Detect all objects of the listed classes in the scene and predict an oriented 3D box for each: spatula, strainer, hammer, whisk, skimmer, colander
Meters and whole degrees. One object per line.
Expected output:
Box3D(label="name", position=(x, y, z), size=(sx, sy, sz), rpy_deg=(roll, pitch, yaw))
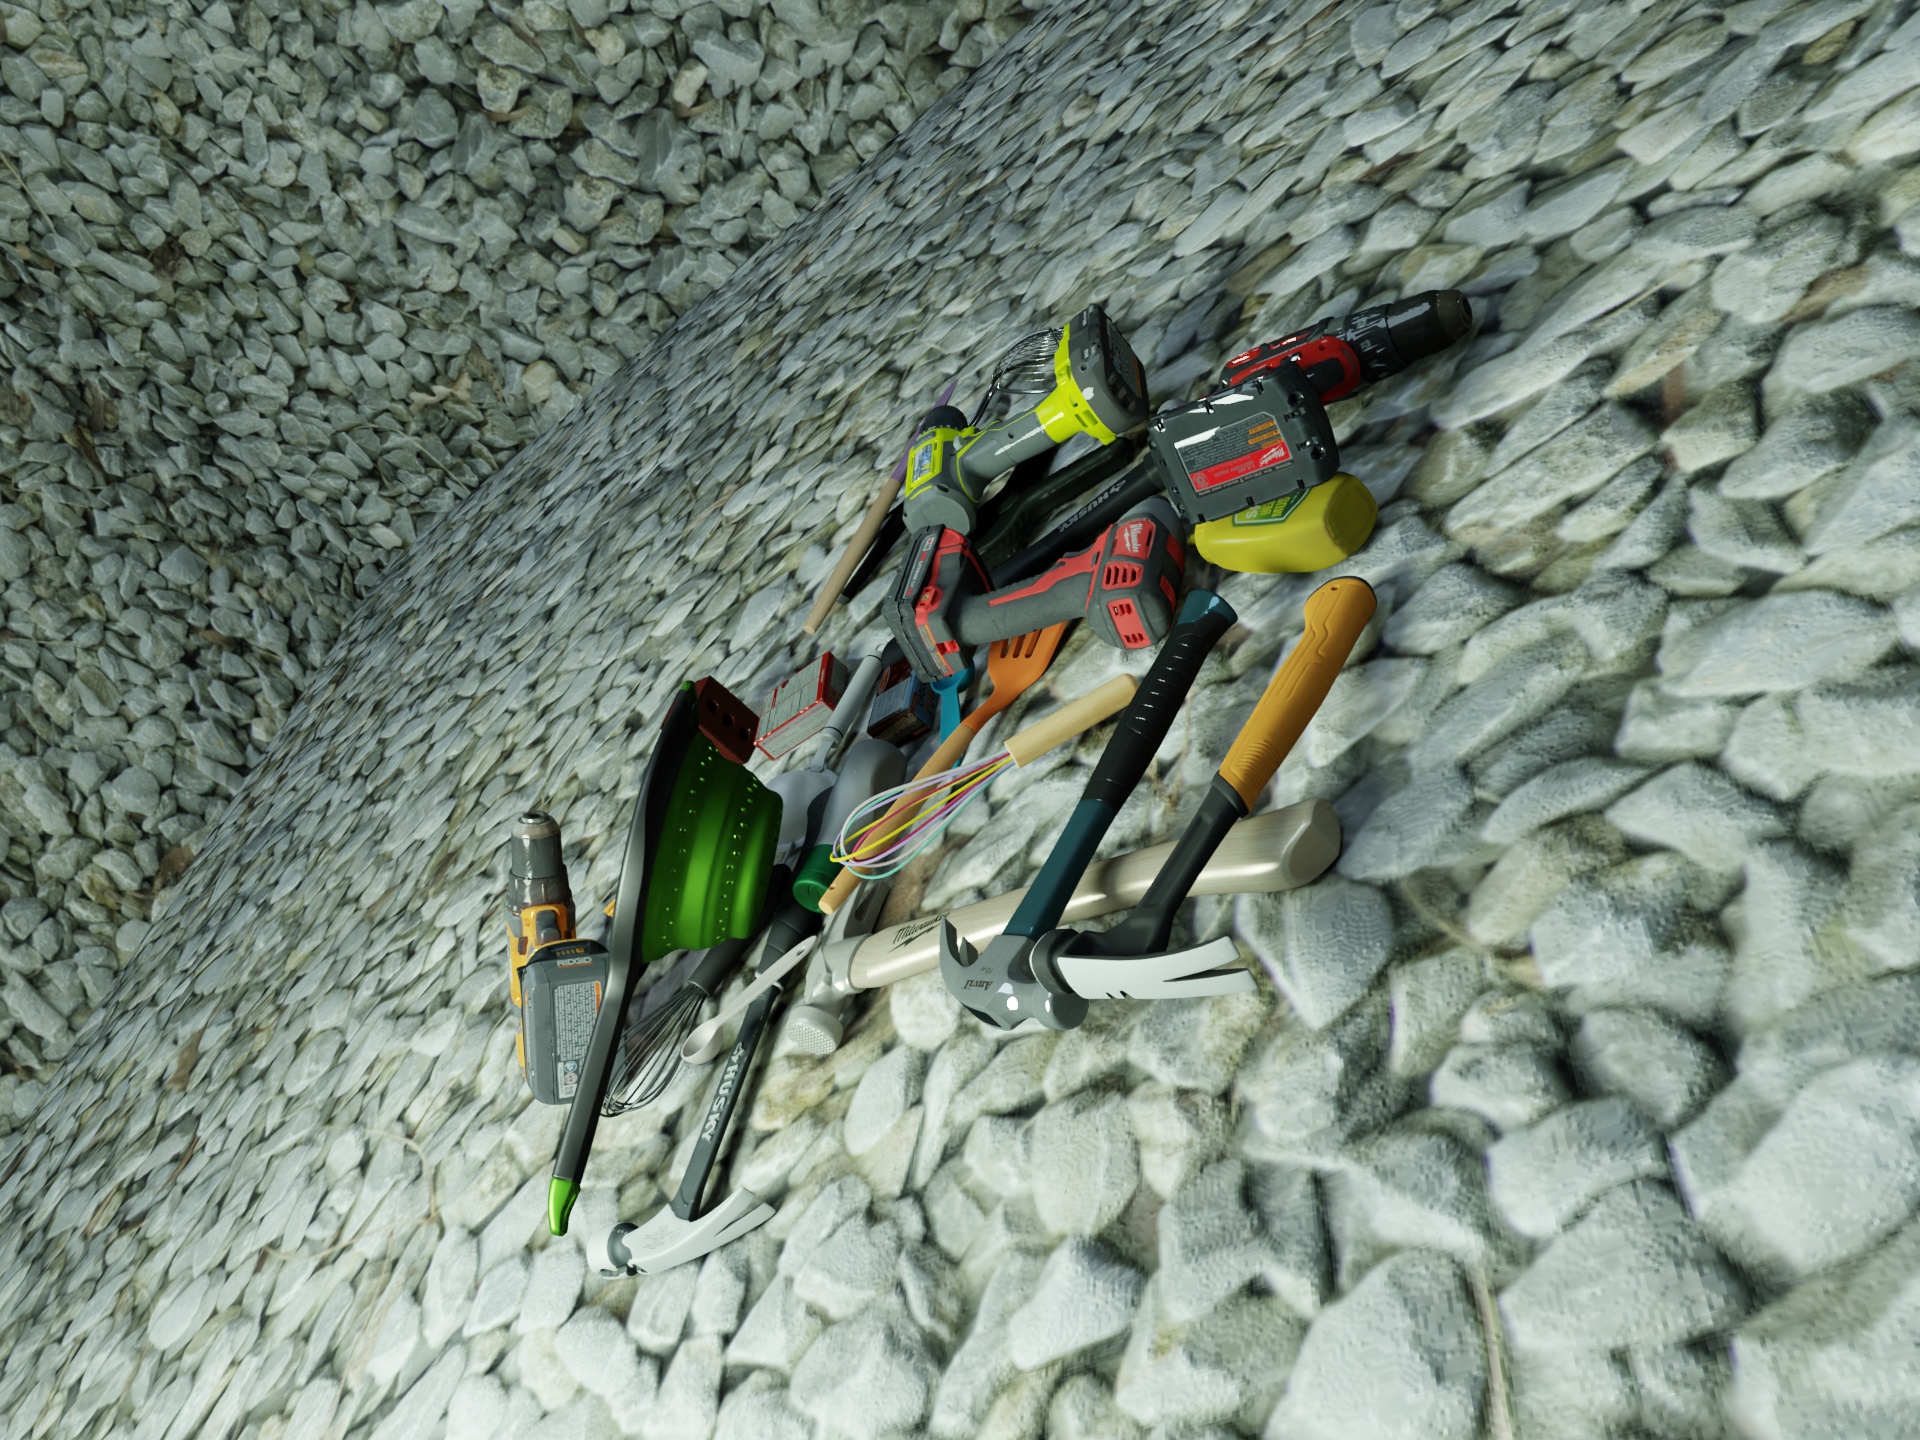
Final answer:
Box3D(label="spatula", position=(-0.013, 0.017, 1.183), size=(0.081, 0.041, 0.323), rpy_deg=(3, 43, 43))
Box3D(label="strainer", position=(-0.117, 0.019, 1.369), size=(0.087, 0.050, 0.259), rpy_deg=(-3, 44, 33))
Box3D(label="hammer", position=(0.166, 0.024, 0.883), size=(0.127, 0.034, 0.337), rpy_deg=(-9, 32, 45))
Box3D(label="whisk", position=(-0.203, 0.204, 1.227), size=(0.055, 0.055, 0.239), rpy_deg=(-4, 45, 54))
Box3D(label="hammer", position=(-0.142, 0.203, 1.151), size=(0.149, 0.036, 0.409), rpy_deg=(-23, 34, 36))
Box3D(label="skimmer", position=(0.011, -0.241, 1.559), size=(0.363, 0.090, 0.127), rpy_deg=(-50, 22, 14))
Box3D(label="hammer", position=(0.090, 0.044, 0.965), size=(0.128, 0.033, 0.331), rpy_deg=(-8, 42, 50))
Box3D(label="colander", position=(-0.202, 0.173, 1.144), size=(0.204, 0.094, 0.397), rpy_deg=(108, 174, -69))
Box3D(label="hammer", position=(0.054, 0.109, 0.997), size=(0.410, 0.038, 0.146), rpy_deg=(-22, 34, 39))
Box3D(label="whisk", position=(0.018, 0.037, 1.098), size=(0.245, 0.051, 0.047), rpy_deg=(-30, -16, -1))
Box3D(label="spatula", position=(-0.076, -0.211, 1.550), size=(0.316, 0.018, 0.060), rpy_deg=(-63, 15, -24))
Box3D(label="hammer", position=(0.065, -0.133, 1.321), size=(0.334, 0.035, 0.146), rpy_deg=(-35, 28, 21))

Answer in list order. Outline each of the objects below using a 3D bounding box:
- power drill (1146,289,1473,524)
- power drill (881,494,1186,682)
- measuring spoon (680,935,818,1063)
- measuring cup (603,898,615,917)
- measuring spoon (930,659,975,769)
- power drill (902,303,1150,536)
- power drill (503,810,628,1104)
Box3D(label="power drill", position=(0.245, -0.229, 1.102), size=(0.188, 0.080, 0.227), rpy_deg=(-16, 19, 36))
Box3D(label="power drill", position=(0.063, -0.106, 1.197), size=(0.220, 0.078, 0.143), rpy_deg=(-8, 42, 26))
Box3D(label="measuring spoon", position=(-0.144, 0.197, 1.112), size=(0.124, 0.018, 0.034), rpy_deg=(-41, 20, -7))
Box3D(label="measuring cup", position=(-0.251, 0.152, 1.305), size=(0.095, 0.052, 0.173), rpy_deg=(-44, 5, 4))
Box3D(label="measuring spoon", position=(-0.002, -0.004, 1.265), size=(0.042, 0.021, 0.129), rpy_deg=(-30, 39, 27))
Box3D(label="power drill", position=(0.048, -0.266, 1.408), size=(0.228, 0.080, 0.191), rpy_deg=(-29, 32, 23))
Box3D(label="power drill", position=(-0.333, 0.189, 1.306), size=(0.226, 0.084, 0.185), rpy_deg=(-146, 55, -63))
